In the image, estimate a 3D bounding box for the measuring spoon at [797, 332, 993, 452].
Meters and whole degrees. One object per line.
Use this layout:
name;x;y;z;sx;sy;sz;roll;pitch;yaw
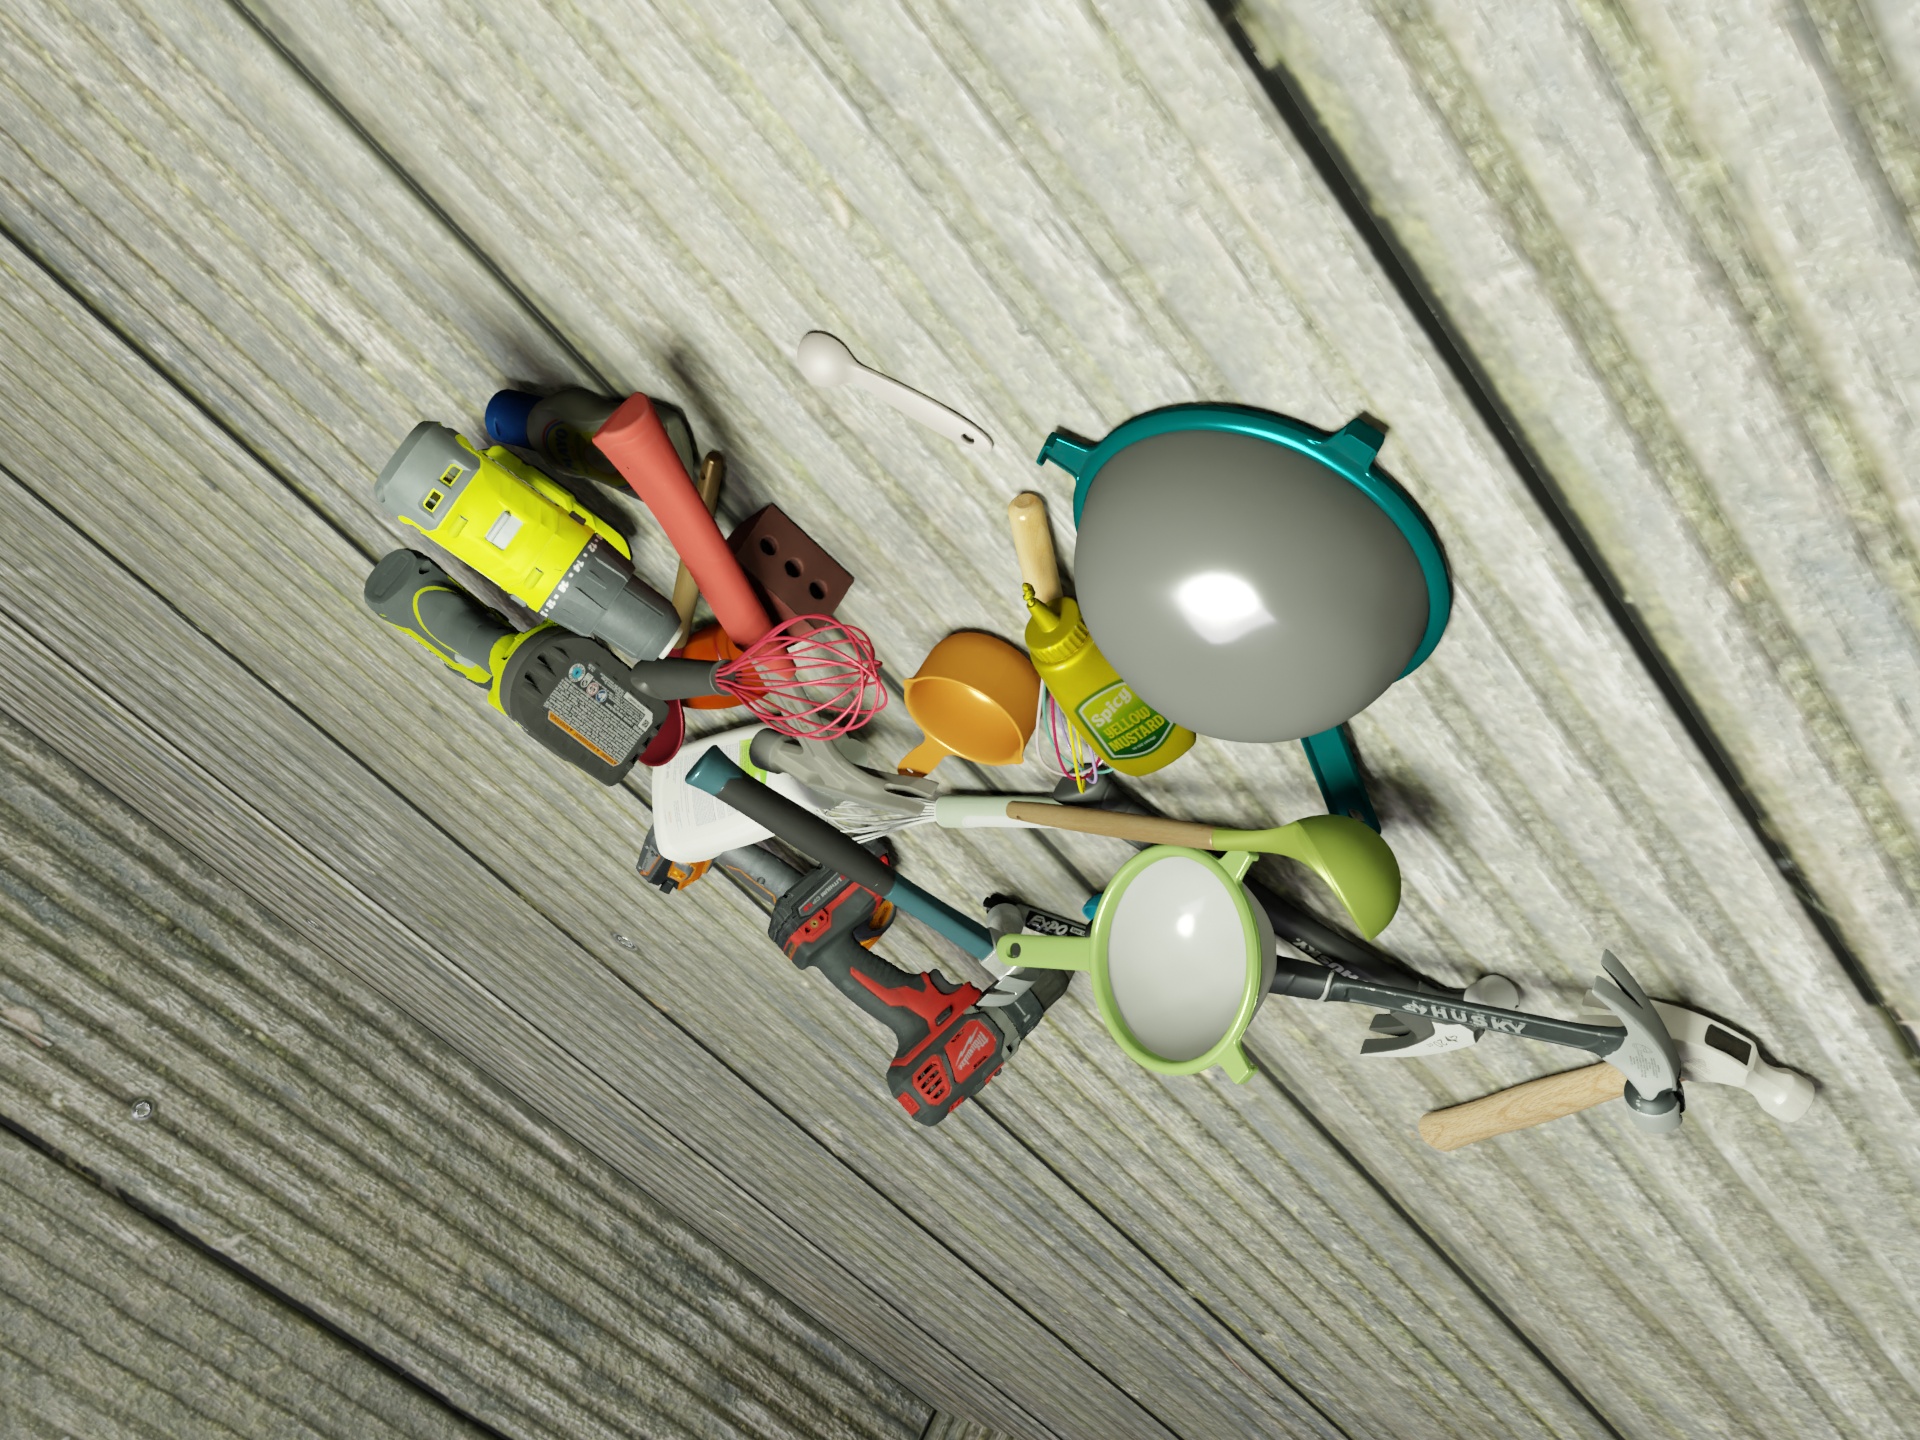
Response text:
measuring spoon;-0.039;-0.177;0.888;0.124;0.018;0.034;29;150;3

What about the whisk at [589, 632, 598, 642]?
whisk;-0.312;-0.087;1.246;0.070;0.070;0.284;19;154;21

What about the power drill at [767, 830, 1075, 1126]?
power drill;-0.032;0.200;1.337;0.227;0.188;0.080;47;157;10

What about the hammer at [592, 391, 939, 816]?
hammer;-0.131;-0.062;1.019;0.149;0.037;0.358;14;149;29

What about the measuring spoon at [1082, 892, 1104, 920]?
measuring spoon;0.139;0.169;1.260;0.042;0.021;0.128;4;150;38

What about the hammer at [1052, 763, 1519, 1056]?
hammer;0.211;0.132;1.113;0.335;0.035;0.146;32;150;-2

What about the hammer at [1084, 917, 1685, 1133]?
hammer;0.262;0.180;1.068;0.409;0.036;0.149;6;140;36

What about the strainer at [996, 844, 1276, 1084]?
strainer;0.128;0.163;1.101;0.069;0.151;0.256;7;171;-37

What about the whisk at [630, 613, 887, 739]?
whisk;-0.136;-0.026;0.988;0.073;0.073;0.296;48;155;-27

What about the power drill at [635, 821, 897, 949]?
power drill;-0.179;0.152;1.459;0.226;0.084;0.164;29;151;-3

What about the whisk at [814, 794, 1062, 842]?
whisk;-0.019;0.070;1.219;0.246;0.059;0.057;-2;149;37

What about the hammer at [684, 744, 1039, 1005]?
hammer;-0.066;0.114;1.186;0.330;0.128;0.033;35;108;-26

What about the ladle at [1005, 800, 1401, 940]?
ladle;0.136;0.081;1.003;0.320;0.062;0.078;5;139;48

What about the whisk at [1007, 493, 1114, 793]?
whisk;0.062;-0.040;0.982;0.051;0.047;0.244;16;144;27

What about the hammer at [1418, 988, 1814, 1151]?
hammer;0.423;0.261;1.117;0.130;0.031;0.331;32;151;-3

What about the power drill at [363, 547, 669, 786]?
power drill;-0.326;-0.039;1.189;0.223;0.080;0.171;26;167;39

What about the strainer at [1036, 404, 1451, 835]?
strainer;0.165;-0.012;0.873;0.211;0.095;0.340;5;140;38

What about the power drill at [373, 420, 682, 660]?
power drill;-0.267;-0.110;1.020;0.190;0.080;0.228;35;179;-14

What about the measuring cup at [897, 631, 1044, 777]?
measuring cup;-0.002;-0.003;1.086;0.095;0.052;0.173;35;152;-6

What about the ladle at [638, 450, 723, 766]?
ladle;-0.201;-0.074;1.134;0.069;0.031;0.315;47;142;19
